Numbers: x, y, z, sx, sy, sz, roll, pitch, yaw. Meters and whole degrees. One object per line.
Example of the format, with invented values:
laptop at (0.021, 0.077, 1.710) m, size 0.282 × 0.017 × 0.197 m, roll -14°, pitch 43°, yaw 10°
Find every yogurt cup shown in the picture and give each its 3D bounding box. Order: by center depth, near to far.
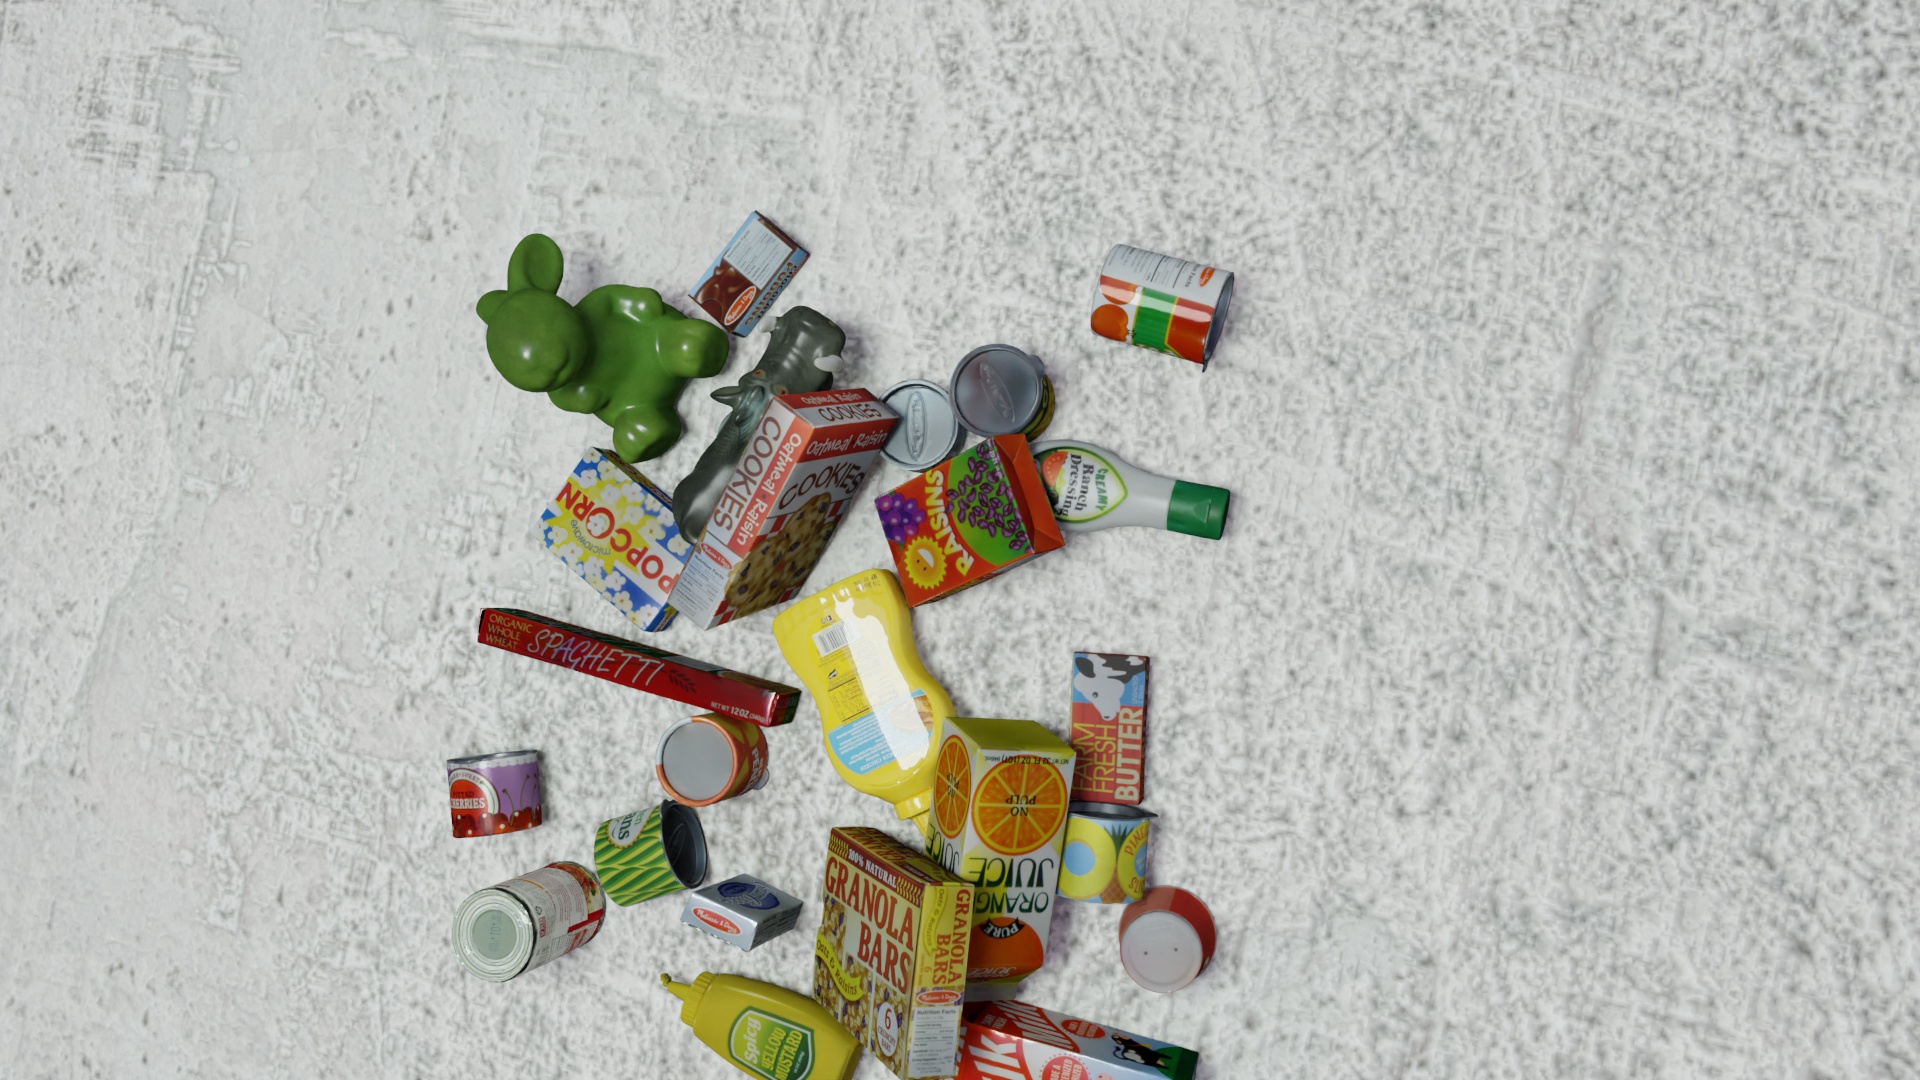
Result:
yogurt cup at (0.138, 0.272, 0.939) m, size 0.072 × 0.054 × 0.072 m, roll -1°, pitch 86°, yaw 13°

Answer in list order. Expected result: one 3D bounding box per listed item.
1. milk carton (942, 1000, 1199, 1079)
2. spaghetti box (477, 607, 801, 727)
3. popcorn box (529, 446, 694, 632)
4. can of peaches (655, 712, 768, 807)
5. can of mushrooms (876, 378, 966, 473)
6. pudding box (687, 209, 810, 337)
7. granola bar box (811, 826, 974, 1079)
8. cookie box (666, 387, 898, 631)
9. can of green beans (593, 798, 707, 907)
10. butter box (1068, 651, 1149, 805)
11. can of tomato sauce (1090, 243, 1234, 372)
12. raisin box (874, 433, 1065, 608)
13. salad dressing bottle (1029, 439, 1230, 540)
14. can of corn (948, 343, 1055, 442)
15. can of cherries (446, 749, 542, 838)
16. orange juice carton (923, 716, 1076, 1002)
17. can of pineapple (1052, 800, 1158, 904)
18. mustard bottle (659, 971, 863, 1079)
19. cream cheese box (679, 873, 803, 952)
milk carton at (0.059, 0.366, 0.942) m, size 0.191 × 0.073 × 0.072 m, roll 10°, pitch 90°, yaw 14°
spaghetti box at (-0.244, 0.093, 1.043) m, size 0.250 × 0.050 × 0.028 m, roll 14°, pitch 89°, yaw 14°
popcorn box at (-0.253, -0.001, 1.056) m, size 0.127 × 0.038 × 0.085 m, roll 38°, pitch 96°, yaw 13°
can of peaches at (-0.181, 0.161, 1.019) m, size 0.071 × 0.058 × 0.071 m, roll -1°, pitch 86°, yaw 14°
can of mushrooms at (-0.032, -0.083, 1.011) m, size 0.071 × 0.033 × 0.071 m, roll -1°, pitch 87°, yaw 13°
pudding box at (-0.160, -0.201, 1.050) m, size 0.050 × 0.030 × 0.083 m, roll 41°, pitch 96°, yaw 11°
granola bar box at (-0.049, 0.271, 0.934) m, size 0.039 × 0.165 × 0.124 m, roll 7°, pitch 88°, yaw -26°
cookie box at (-0.122, -0.025, 0.964) m, size 0.040 × 0.123 × 0.167 m, roll 36°, pitch 110°, yaw 15°
can of green beans at (-0.228, 0.230, 1.022) m, size 0.058 × 0.071 × 0.071 m, roll -18°, pitch 83°, yaw 12°
butter box at (0.103, 0.130, 0.971) m, size 0.053 × 0.024 × 0.103 m, roll 2°, pitch 87°, yaw 14°
can of tomato sauce at (0.139, -0.161, 0.959) m, size 0.083 × 0.071 × 0.071 m, roll 18°, pitch 91°, yaw 14°
raisin box at (0.003, -0.012, 0.970) m, size 0.123 × 0.040 × 0.086 m, roll -25°, pitch 81°, yaw 40°
salad dressing bottle at (0.112, -0.032, 0.968) m, size 0.148 × 0.044 × 0.064 m, roll 11°, pitch 90°, yaw 14°
can of corn at (0.033, -0.103, 0.984) m, size 0.071 × 0.058 × 0.071 m, roll -1°, pitch 87°, yaw 14°
can of cherries at (-0.355, 0.192, 1.052) m, size 0.071 × 0.071 × 0.058 m, roll -6°, pitch 86°, yaw 13°
orange juice carton at (0.019, 0.223, 0.942) m, size 0.072 × 0.073 × 0.192 m, roll 6°, pitch 97°, yaw -21°
can of pineapple at (0.096, 0.212, 0.946) m, size 0.071 × 0.071 × 0.058 m, roll 4°, pitch 89°, yaw 14°
mustard bottle at (-0.151, 0.351, 1.005) m, size 0.160 × 0.049 × 0.065 m, roll 19°, pitch 90°, yaw 14°
cream cheese box at (-0.153, 0.263, 0.983) m, size 0.053 × 0.104 × 0.024 m, roll 22°, pitch 88°, yaw 13°
